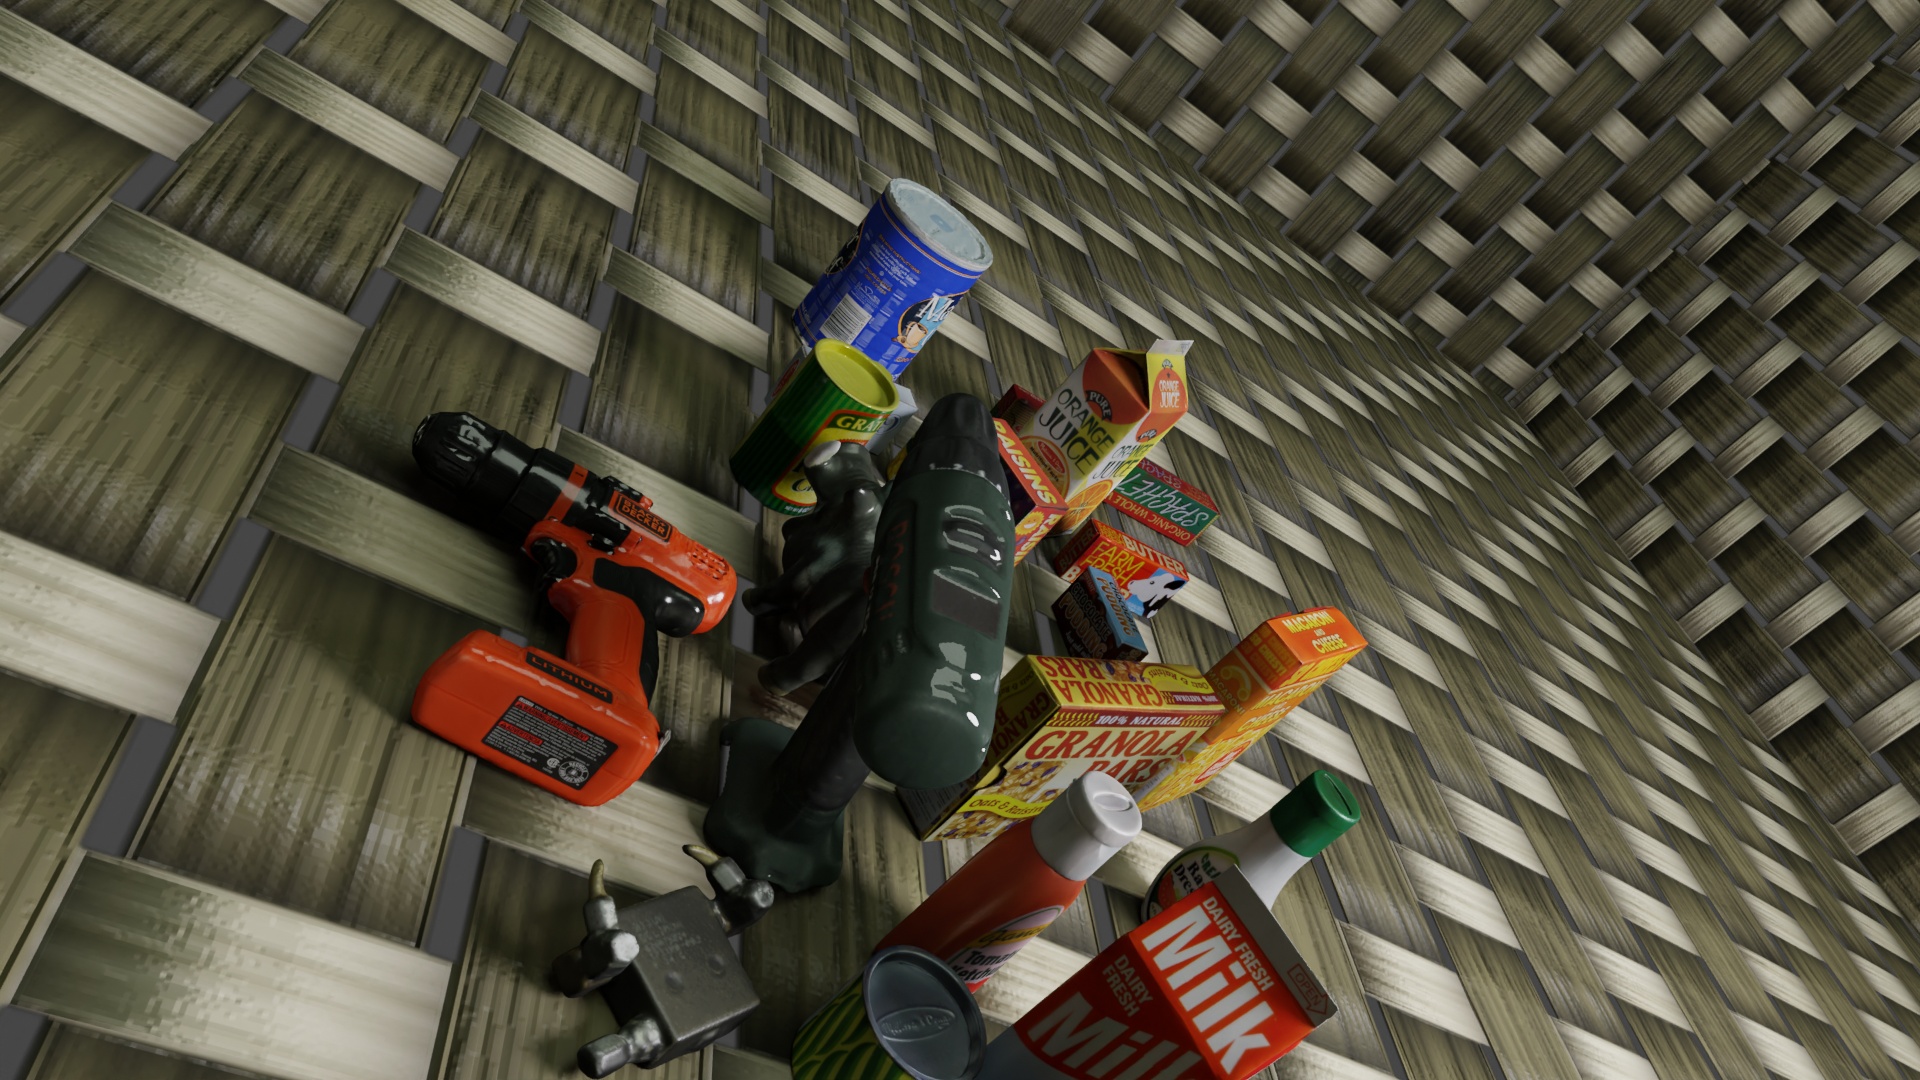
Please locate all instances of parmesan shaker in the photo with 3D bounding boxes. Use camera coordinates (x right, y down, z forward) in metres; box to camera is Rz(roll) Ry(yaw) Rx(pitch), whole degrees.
[{"bbox_3d":[-0.095,-0.073,0.915,0.071,0.102,0.072,32,28,-19],"label":"parmesan shaker"}]

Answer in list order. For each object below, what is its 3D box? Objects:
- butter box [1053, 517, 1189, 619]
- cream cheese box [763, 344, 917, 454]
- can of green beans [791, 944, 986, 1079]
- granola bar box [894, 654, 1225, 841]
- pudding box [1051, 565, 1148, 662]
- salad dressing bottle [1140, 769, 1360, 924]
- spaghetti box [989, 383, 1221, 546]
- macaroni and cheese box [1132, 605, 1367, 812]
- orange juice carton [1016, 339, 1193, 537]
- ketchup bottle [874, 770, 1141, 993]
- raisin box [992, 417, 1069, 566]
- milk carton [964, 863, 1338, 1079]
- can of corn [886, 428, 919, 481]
[{"bbox_3d":[0.131,0.024,1.127,0.103,0.053,0.024,26,30,-29],"label":"butter box"},{"bbox_3d":[-0.088,-0.102,1.024,0.104,0.053,0.024,19,34,-38],"label":"cream cheese box"},{"bbox_3d":[-0.032,0.221,0.607,0.071,0.057,0.071,32,28,-19],"label":"can of green beans"},{"bbox_3d":[0.061,0.122,0.808,0.166,0.123,0.039,9,41,-48],"label":"granola bar box"},{"bbox_3d":[0.103,0.065,1.031,0.030,0.049,0.084,23,32,-33],"label":"pudding box"},{"bbox_3d":[0.171,0.192,0.821,0.044,0.147,0.064,15,37,-43],"label":"salad dressing bottle"},{"bbox_3d":[0.131,-0.064,1.263,0.250,0.050,0.029,26,30,-28],"label":"spaghetti box"},{"bbox_3d":[0.182,0.113,0.934,0.124,0.165,0.040,-3,51,-55],"label":"macaroni and cheese box"},{"bbox_3d":[0.110,-0.091,1.116,0.073,0.192,0.072,51,28,19],"label":"orange juice carton"},{"bbox_3d":[0.024,0.167,0.662,0.065,0.148,0.044,12,39,-45],"label":"ketchup bottle"},{"bbox_3d":[0.003,-0.012,0.931,0.040,0.123,0.086,6,44,-50],"label":"raisin box"},{"bbox_3d":[0.074,0.221,0.601,0.073,0.189,0.072,2,47,-53],"label":"milk carton"},{"bbox_3d":[-0.015,-0.055,1.045,0.071,0.058,0.071,32,28,-19],"label":"can of corn"}]
